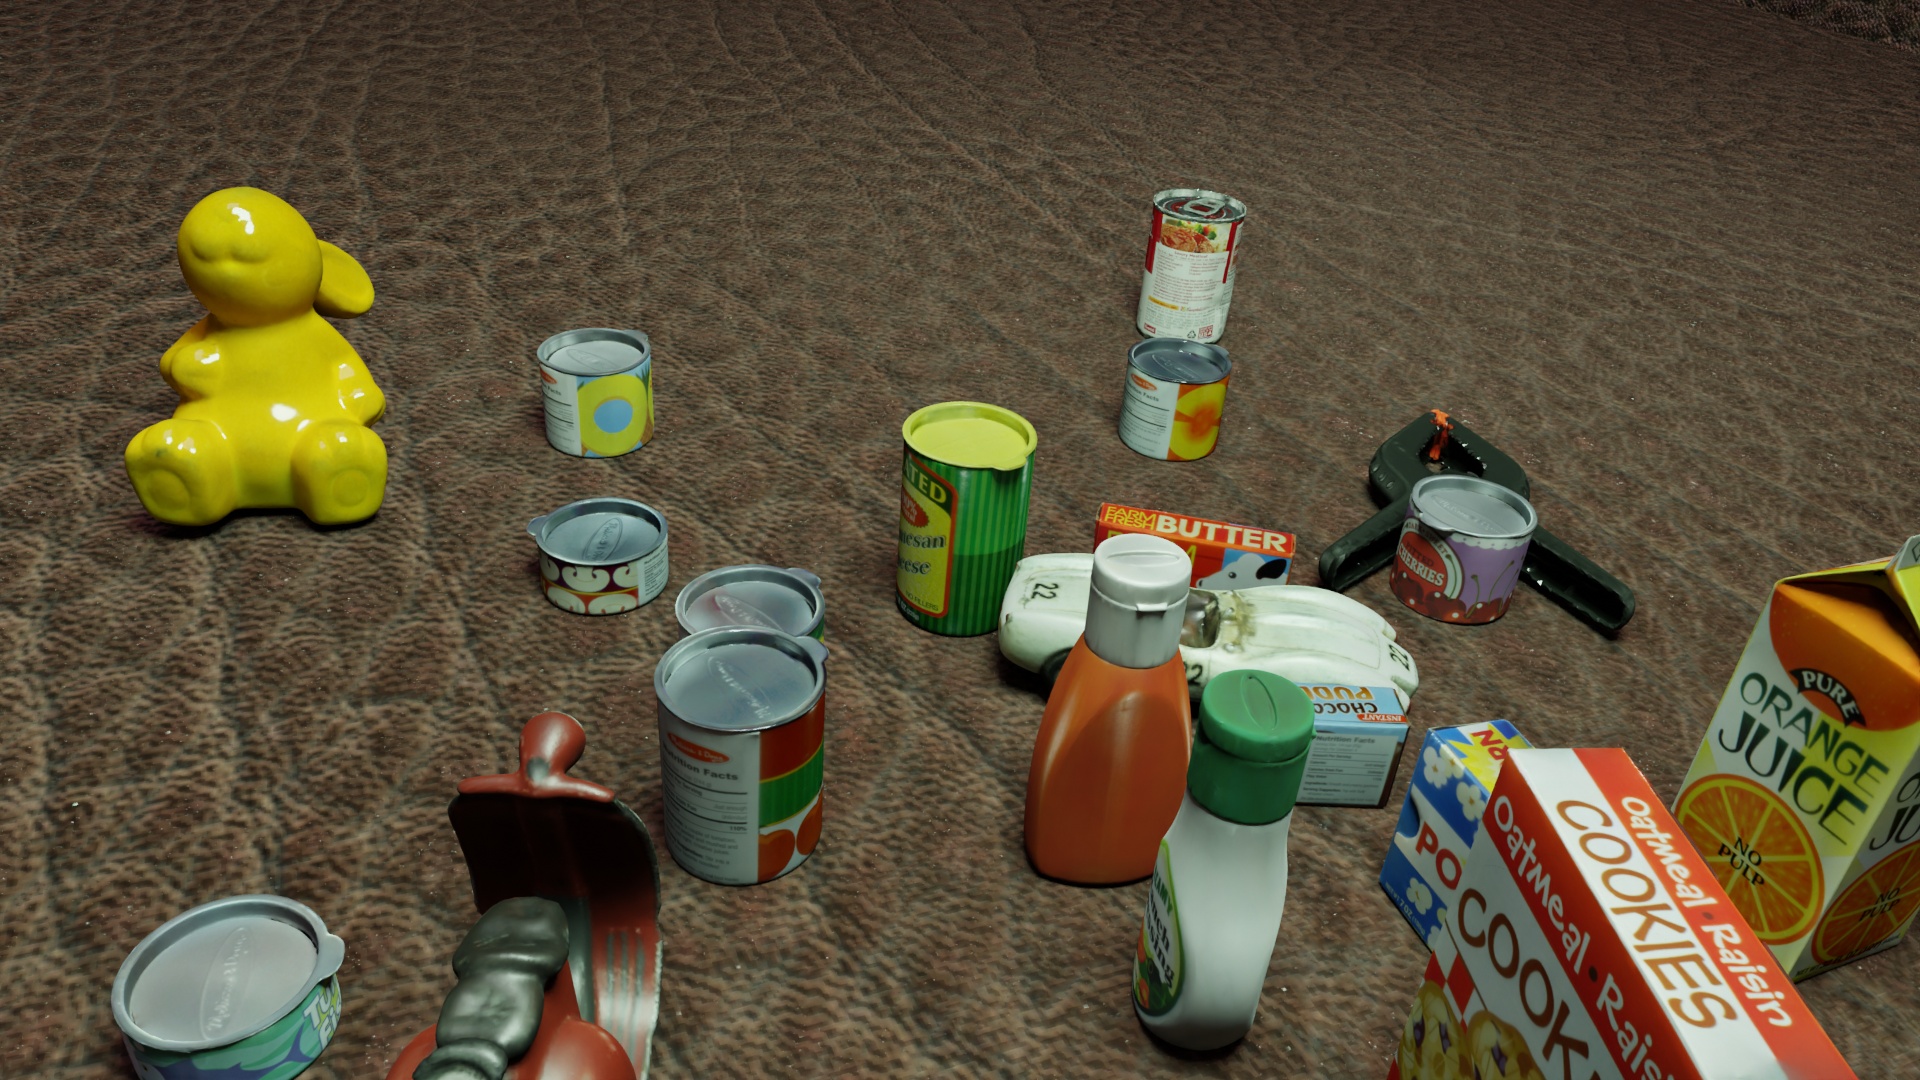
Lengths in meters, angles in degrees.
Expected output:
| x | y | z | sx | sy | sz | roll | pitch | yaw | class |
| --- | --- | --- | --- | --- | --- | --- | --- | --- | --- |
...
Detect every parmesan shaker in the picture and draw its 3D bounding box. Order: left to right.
| x | y | z | sx | sy | sz | roll | pitch | yaw | class |
| --- | --- | --- | --- | --- | --- | --- | --- | --- | --- |
| 0.003 | -0.009 | 0.706 | 0.071 | 0.102 | 0.072 | 3 | 32 | -2 | parmesan shaker |

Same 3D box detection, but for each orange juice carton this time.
| x | y | z | sx | sy | sz | roll | pitch | yaw | class |
| --- | --- | --- | --- | --- | --- | --- | --- | --- | --- |
| 0.349 | 0.074 | 0.537 | 0.072 | 0.191 | 0.073 | -9 | 35 | -21 | orange juice carton |

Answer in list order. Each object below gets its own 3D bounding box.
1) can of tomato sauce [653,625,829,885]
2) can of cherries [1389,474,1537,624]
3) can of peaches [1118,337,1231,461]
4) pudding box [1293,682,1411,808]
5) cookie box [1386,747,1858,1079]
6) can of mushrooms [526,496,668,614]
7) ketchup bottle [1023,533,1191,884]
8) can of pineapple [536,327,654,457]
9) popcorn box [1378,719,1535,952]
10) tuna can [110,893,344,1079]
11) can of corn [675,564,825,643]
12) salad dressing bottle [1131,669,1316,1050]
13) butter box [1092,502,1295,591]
| x | y | z | sx | sy | sz | roll | pitch | yaw | class |
| --- | --- | --- | --- | --- | --- | --- | --- | --- | --- |
| -0.087 | 0.086 | 0.563 | 0.071 | 0.082 | 0.071 | 3 | 32 | -2 | can of tomato sauce |
| 0.272 | 0.005 | 0.761 | 0.071 | 0.058 | 0.072 | 3 | 32 | -2 | can of cherries |
| 0.139 | -0.092 | 0.897 | 0.071 | 0.057 | 0.071 | 3 | 32 | -2 | can of peaches |
| 0.151 | 0.090 | 0.618 | 0.084 | 0.049 | 0.030 | 3 | 32 | -3 | pudding box |
| 0.177 | 0.162 | 0.399 | 0.040 | 0.166 | 0.123 | 1 | 32 | -6 | cookie box |
| -0.187 | 0.007 | 0.720 | 0.071 | 0.033 | 0.071 | 3 | 32 | -2 | can of mushrooms |
| 0.063 | 0.069 | 0.548 | 0.065 | 0.148 | 0.044 | -1 | 32 | -9 | ketchup bottle |
| -0.220 | -0.091 | 0.848 | 0.071 | 0.057 | 0.071 | 3 | 32 | -2 | can of pineapple |
| 0.214 | 0.139 | 0.516 | 0.038 | 0.084 | 0.127 | -7 | 34 | -18 | popcorn box |
| -0.247 | 0.157 | 0.476 | 0.071 | 0.032 | 0.071 | 3 | 32 | -2 | tuna can |
| -0.094 | 0.052 | 0.638 | 0.071 | 0.058 | 0.071 | 3 | 32 | -2 | can of corn |
| 0.091 | 0.113 | 0.484 | 0.044 | 0.146 | 0.064 | 2 | 32 | -4 | salad dressing bottle |
| 0.120 | 0.015 | 0.730 | 0.103 | 0.052 | 0.024 | 10 | 32 | 9 | butter box |
